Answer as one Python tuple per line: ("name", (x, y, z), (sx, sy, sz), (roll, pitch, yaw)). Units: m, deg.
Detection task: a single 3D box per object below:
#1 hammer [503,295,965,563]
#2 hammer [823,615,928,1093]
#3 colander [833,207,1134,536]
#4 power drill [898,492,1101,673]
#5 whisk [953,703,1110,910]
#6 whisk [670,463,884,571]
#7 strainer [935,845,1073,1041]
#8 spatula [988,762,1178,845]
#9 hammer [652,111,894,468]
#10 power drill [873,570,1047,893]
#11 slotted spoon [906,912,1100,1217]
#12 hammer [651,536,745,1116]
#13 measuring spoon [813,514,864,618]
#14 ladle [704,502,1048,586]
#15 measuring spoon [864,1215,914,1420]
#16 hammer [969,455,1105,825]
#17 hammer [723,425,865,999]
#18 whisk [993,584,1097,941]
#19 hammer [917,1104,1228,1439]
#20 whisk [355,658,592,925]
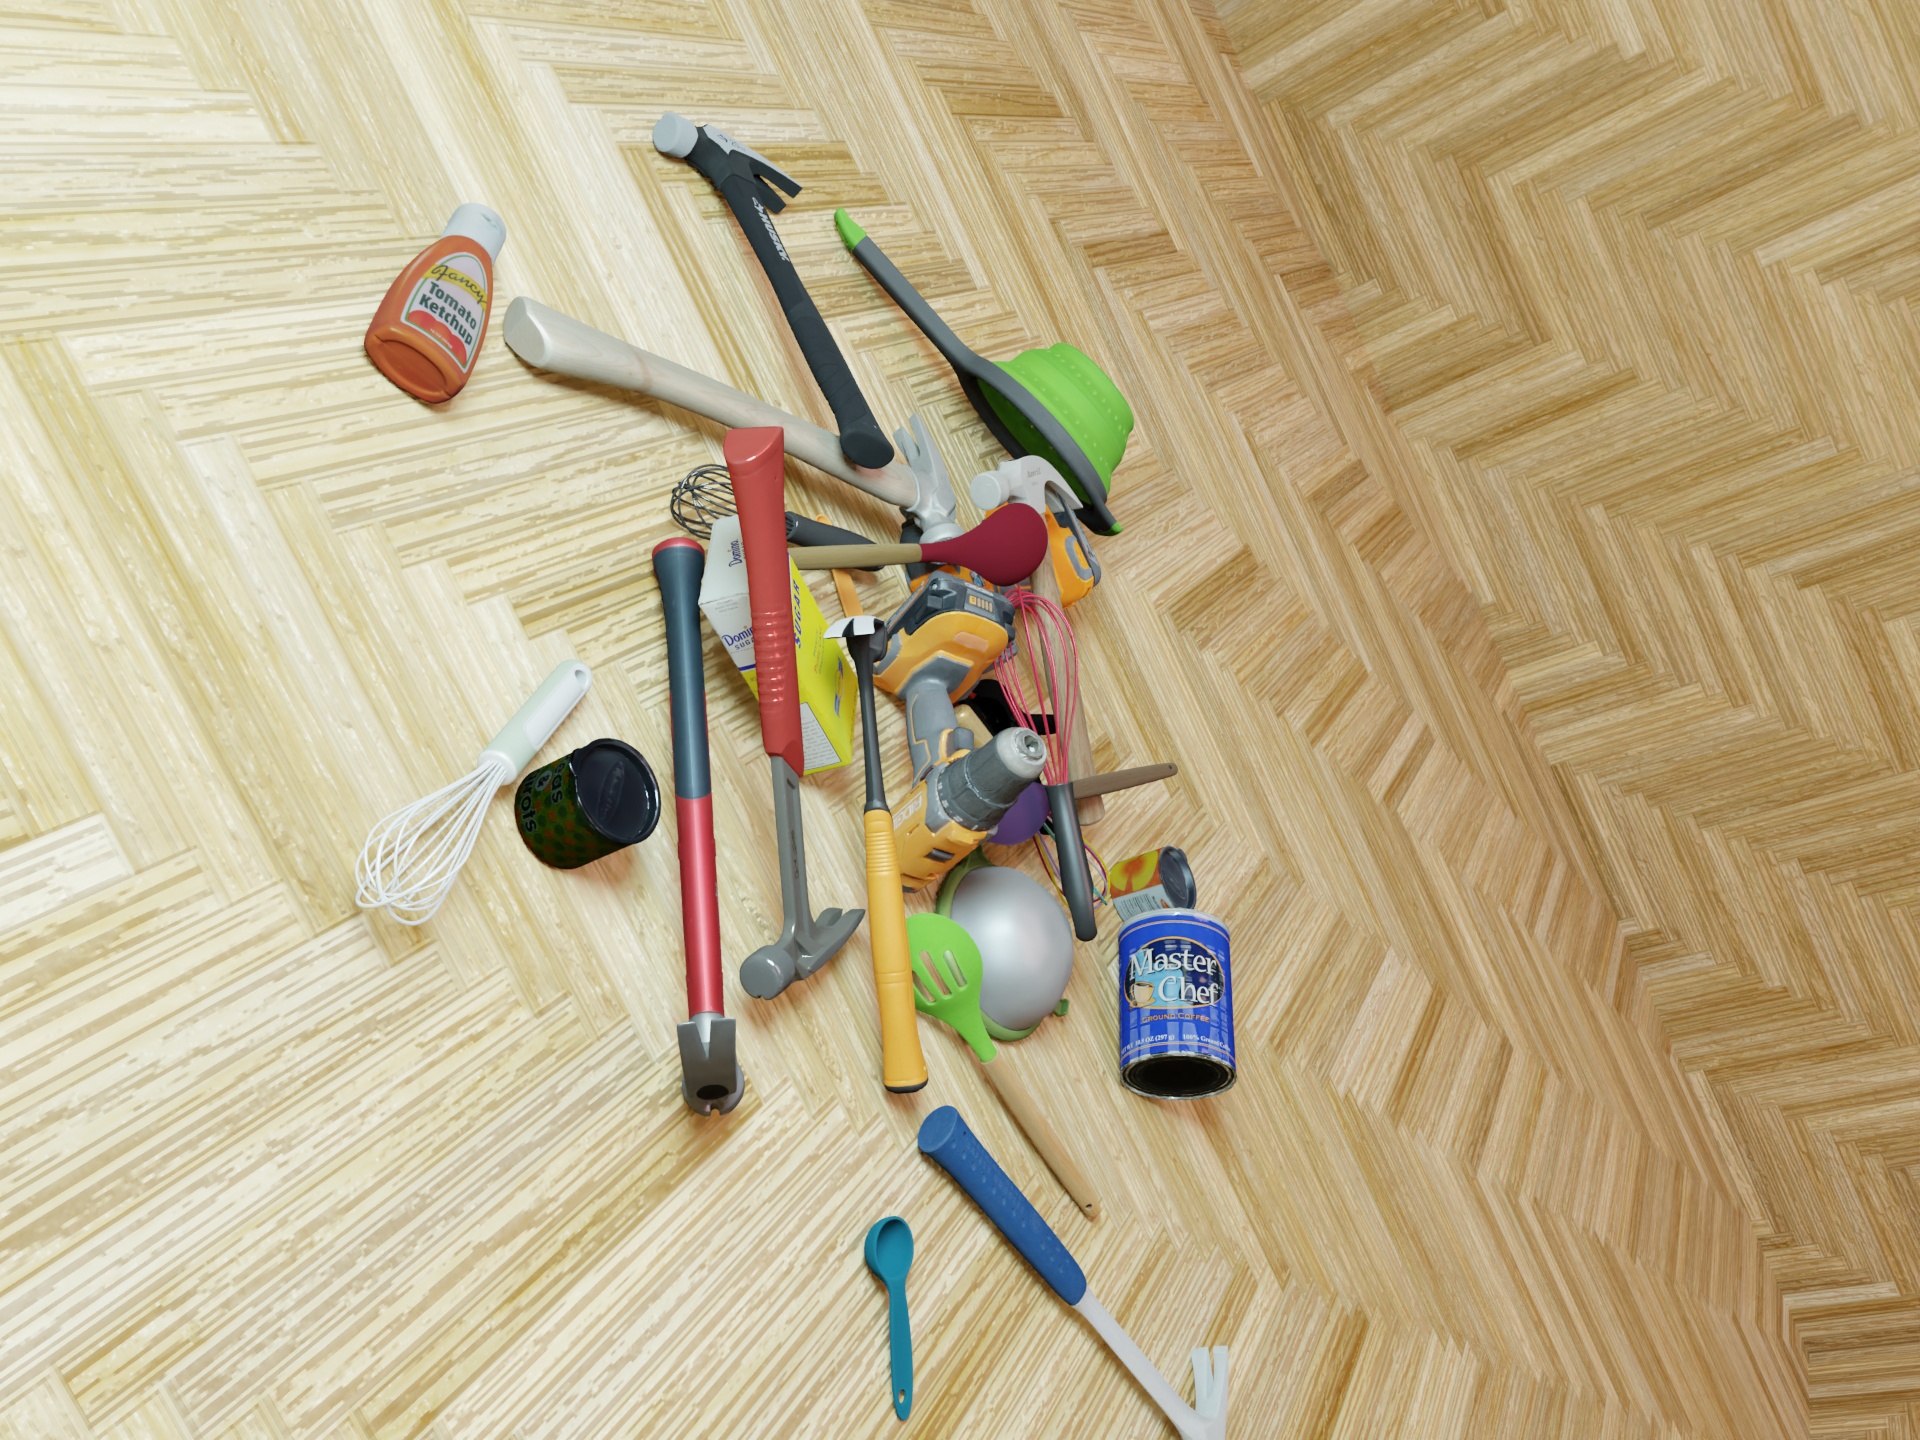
("hammer", (-0.159, -0.236, 1.210), (0.410, 0.038, 0.146), (17, 45, -44))
("hammer", (-0.055, 0.095, 1.113), (0.127, 0.034, 0.337), (-34, 118, -87))
("colander", (0.043, -0.349, 1.501), (0.397, 0.094, 0.204), (47, -2, -10))
("power drill", (0.029, -0.147, 1.438), (0.226, 0.084, 0.164), (-37, 103, -53))
("whisk", (0.061, 0.081, 1.362), (0.244, 0.047, 0.051), (53, 9, -27))
("whisk", (-0.132, -0.146, 1.216), (0.238, 0.055, 0.055), (13, 60, -54))
("strainer", (0.037, 0.127, 1.289), (0.151, 0.069, 0.256), (0, 72, -56))
("spatula", (0.101, 0.062, 1.370), (0.315, 0.018, 0.060), (-9, 72, -51))
("hammer", (-0.133, -0.343, 1.287), (0.146, 0.035, 0.335), (4, 55, -56))
("power drill", (-0.002, -0.004, 1.205), (0.084, 0.185, 0.226), (19, 50, -26))
("slotted spoon", (0.036, 0.274, 1.220), (0.313, 0.070, 0.031), (59, 5, -24))
("hammer", (-0.169, 0.041, 1.003), (0.143, 0.038, 0.387), (102, -18, -61))
("measuring spoon", (-0.098, -0.111, 1.291), (0.021, 0.011, 0.117), (-21, 93, -53))
("ladle", (-0.056, -0.130, 1.232), (0.315, 0.031, 0.069), (-7, 109, -31))
("measuring spoon", (-0.048, 0.395, 1.053), (0.042, 0.021, 0.129), (11, 72, -53))
("hammer", (0.084, -0.067, 1.392), (0.130, 0.031, 0.331), (-32, 114, -52))
("hammer", (-0.114, -0.010, 1.037), (0.149, 0.037, 0.359), (-37, 126, -68))
("whisk", (0.077, 0.033, 1.294), (0.073, 0.073, 0.296), (-4, 82, -57))
("hammer", (0.095, 0.439, 1.218), (0.405, 0.035, 0.144), (54, 34, -21))
("whisk", (-0.269, 0.031, 0.909), (0.057, 0.059, 0.246), (64, 26, -24))
